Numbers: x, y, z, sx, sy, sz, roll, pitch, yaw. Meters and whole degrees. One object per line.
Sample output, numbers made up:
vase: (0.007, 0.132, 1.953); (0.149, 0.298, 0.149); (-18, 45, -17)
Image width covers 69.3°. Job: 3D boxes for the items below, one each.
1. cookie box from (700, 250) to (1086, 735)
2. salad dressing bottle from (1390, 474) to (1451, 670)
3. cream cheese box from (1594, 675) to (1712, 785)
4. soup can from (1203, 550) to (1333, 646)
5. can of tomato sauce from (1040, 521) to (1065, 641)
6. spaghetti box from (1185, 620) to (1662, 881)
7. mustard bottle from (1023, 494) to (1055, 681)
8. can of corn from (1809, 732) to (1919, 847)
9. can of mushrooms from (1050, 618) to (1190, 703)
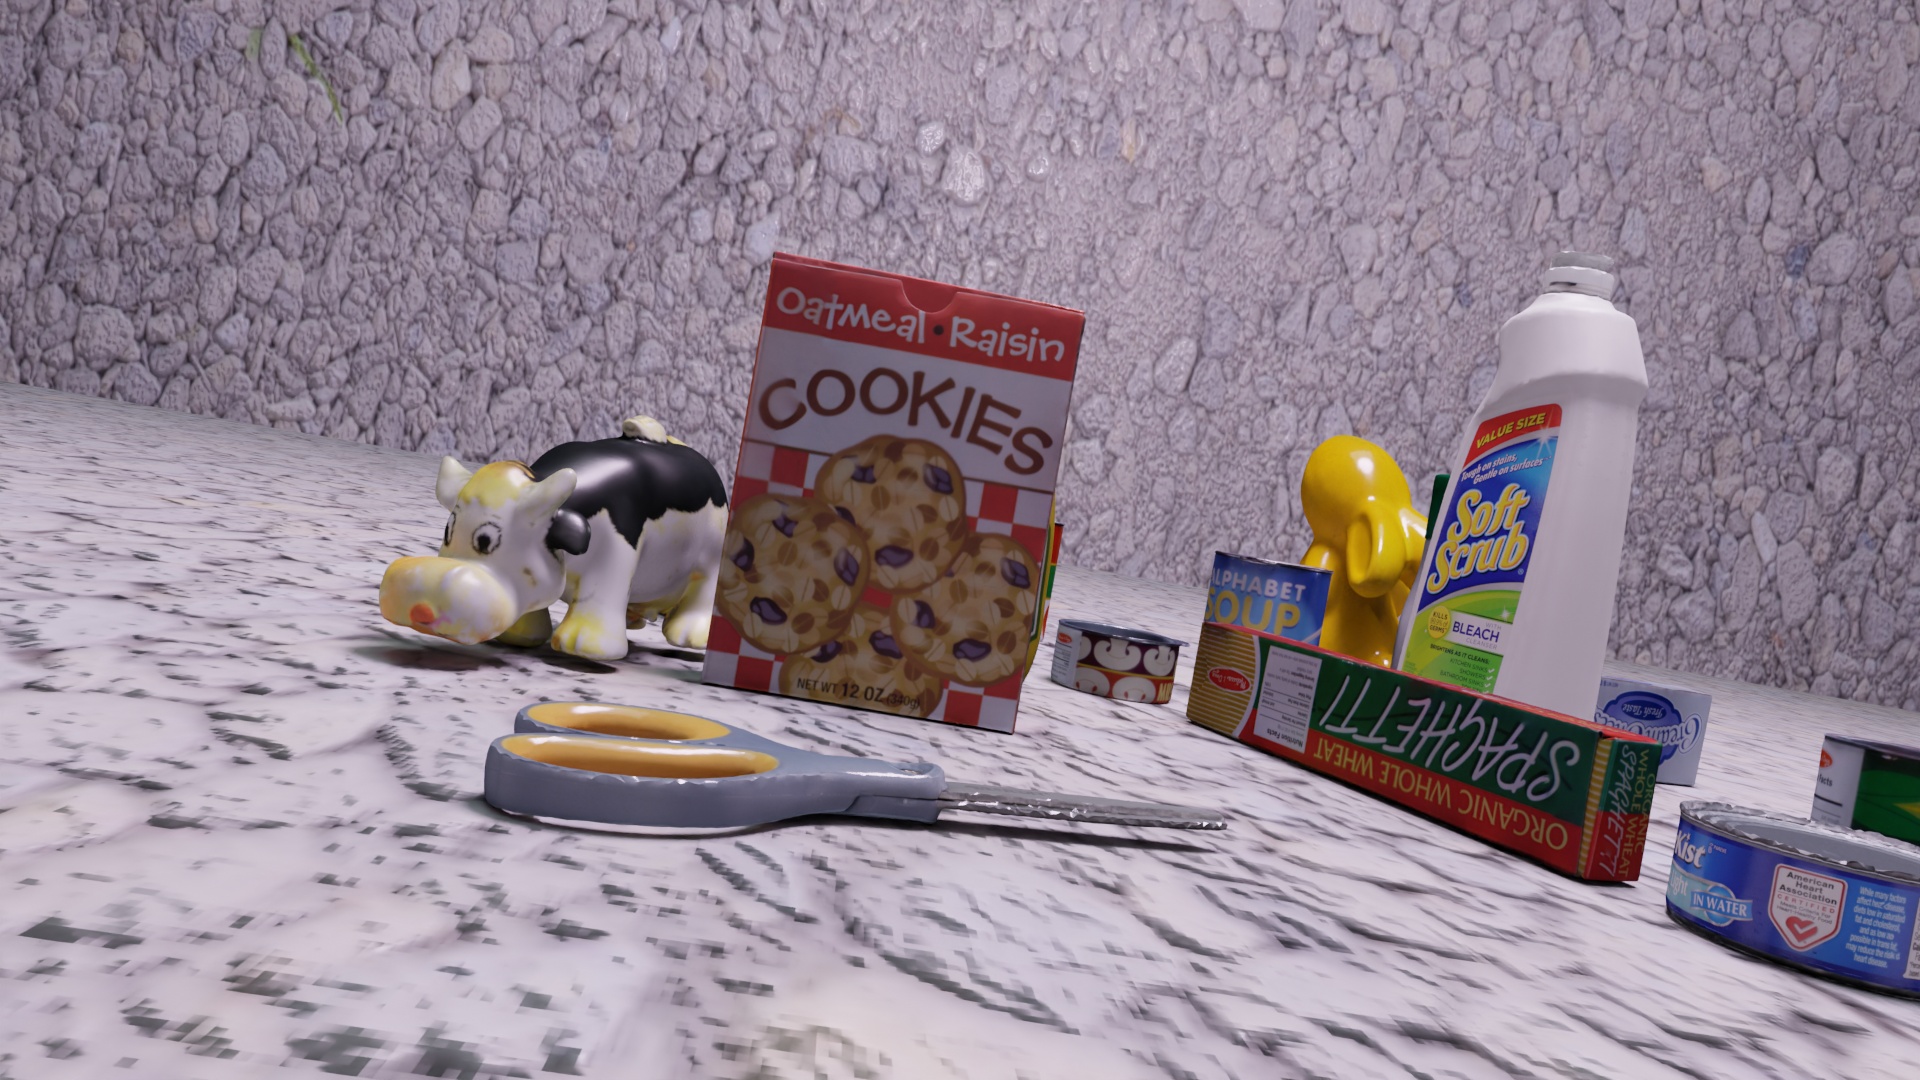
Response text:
cookie box: (-0.026, -0.018, 0.546); (0.123, 0.167, 0.040); (10, 1, -4)
salad dressing bottle: (0.273, 0.038, 0.779); (0.064, 0.147, 0.044); (9, 1, -45)
cream cheese box: (0.359, 0.102, 0.752); (0.104, 0.053, 0.024); (9, 1, -25)
soup can: (0.167, 0.052, 0.779); (0.071, 0.083, 0.071); (10, 1, 0)
can of tomato sauce: (0.031, 0.023, 0.953); (0.071, 0.083, 0.071); (10, 1, 0)
spaghetti box: (0.169, 0.075, 0.558); (0.029, 0.050, 0.250); (10, 2, -22)
mustard bottle: (0.012, -0.010, 0.630); (0.065, 0.160, 0.049); (9, 1, -40)
can of corn: (0.332, 0.102, 0.476); (0.071, 0.058, 0.071); (10, 1, 0)
can of mushrooms: (0.084, 0.064, 0.736); (0.071, 0.033, 0.071); (10, 2, 0)
